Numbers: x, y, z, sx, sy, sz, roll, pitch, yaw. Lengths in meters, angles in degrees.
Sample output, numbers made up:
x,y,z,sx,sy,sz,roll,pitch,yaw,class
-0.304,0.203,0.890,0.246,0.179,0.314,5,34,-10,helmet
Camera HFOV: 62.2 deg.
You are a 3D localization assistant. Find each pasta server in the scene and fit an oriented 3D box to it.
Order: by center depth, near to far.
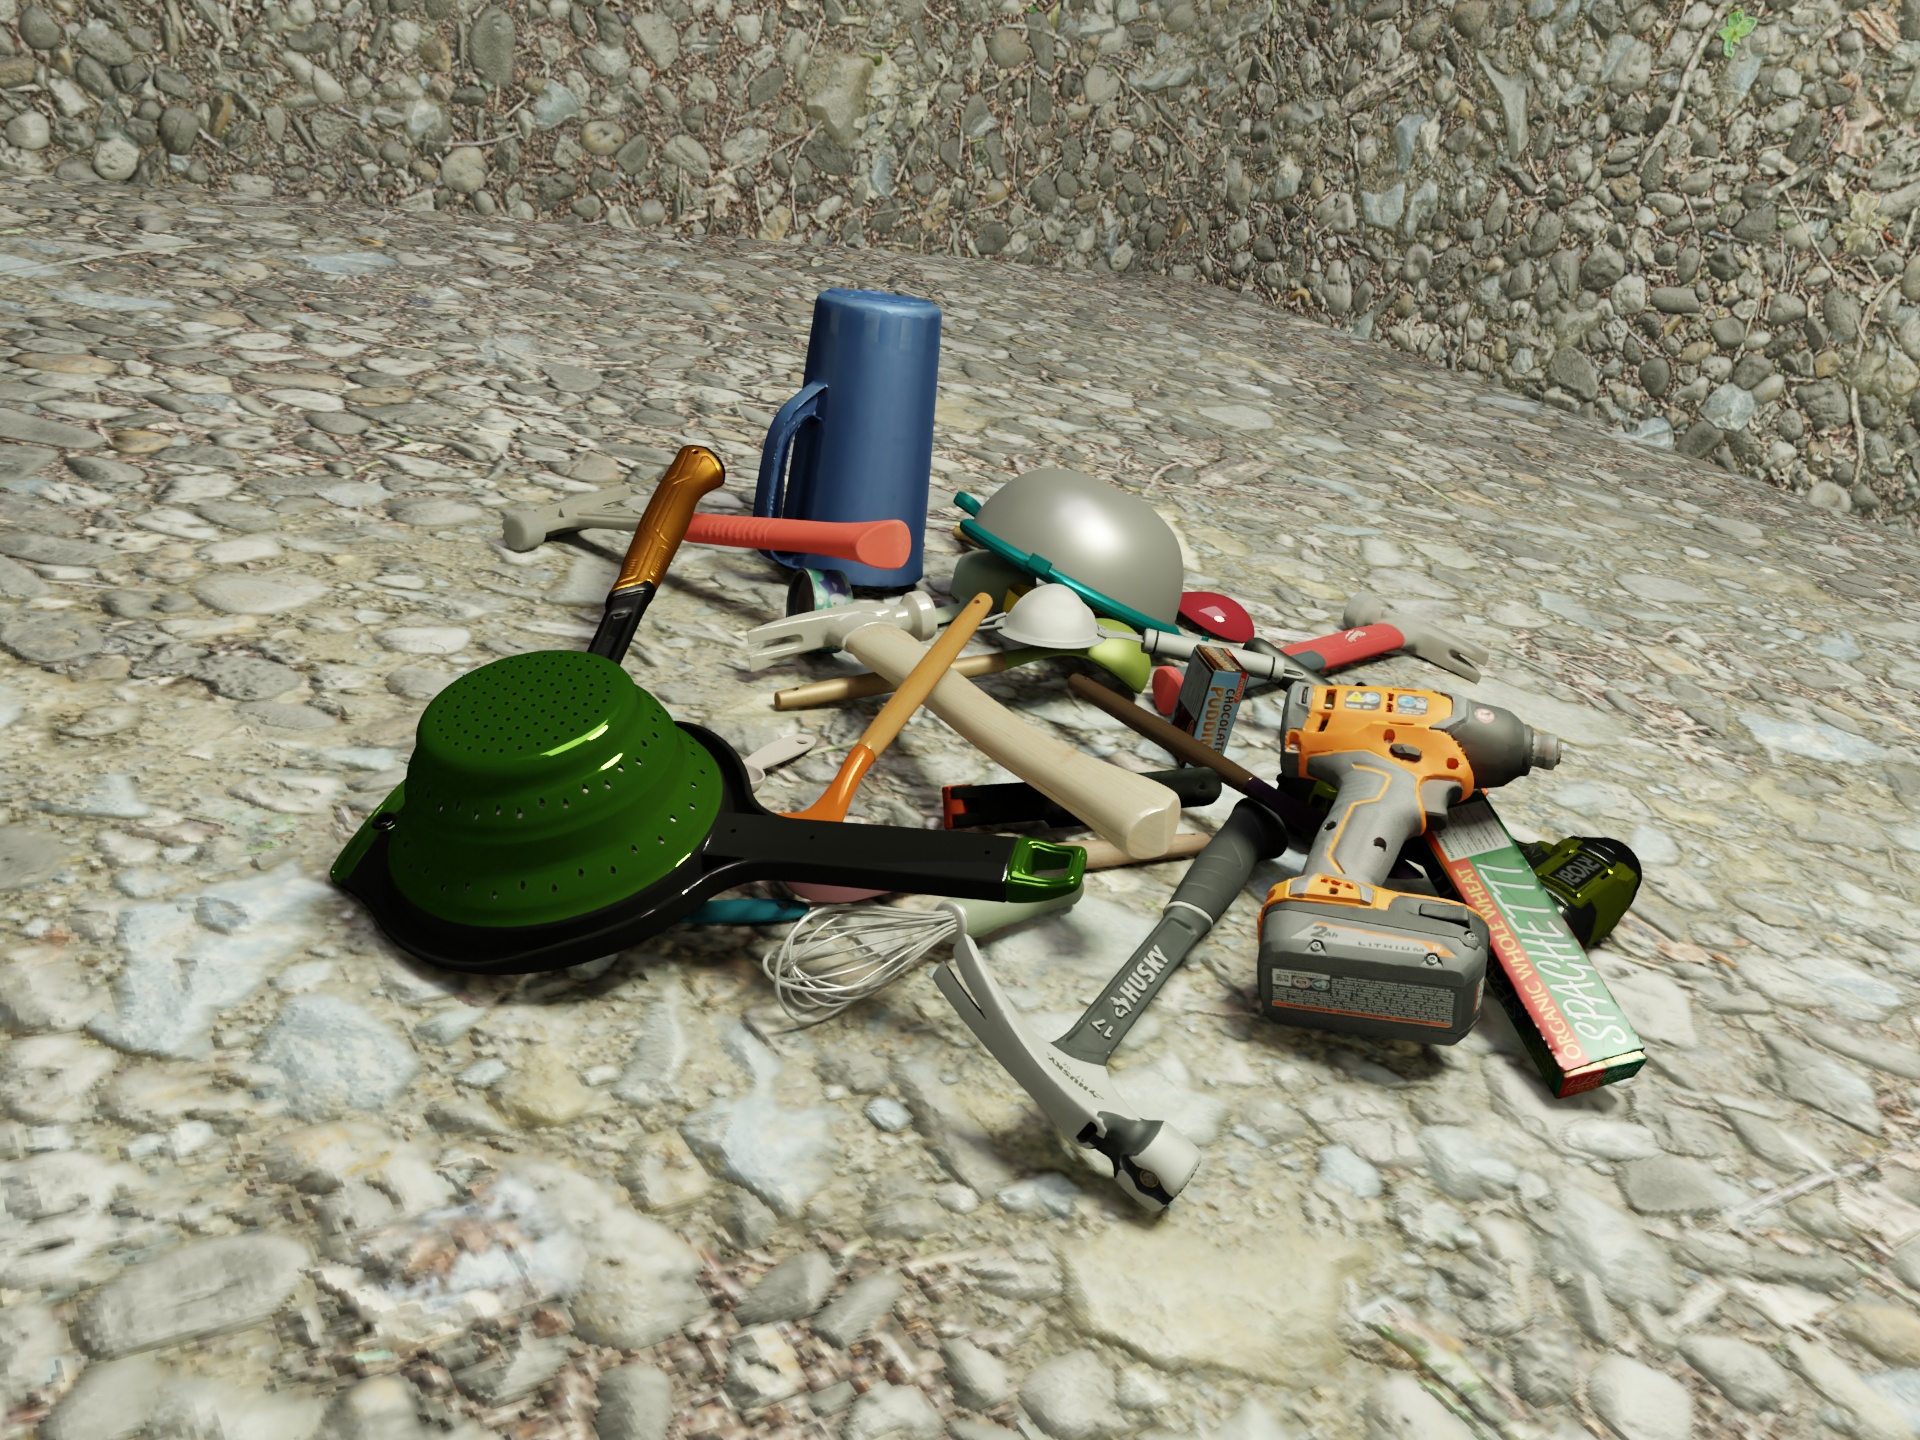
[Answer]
x,y,z,sx,sy,sz,roll,pitch,yaw,class
0.027,0.079,0.964,0.316,0.040,0.060,-2,13,-31,pasta server

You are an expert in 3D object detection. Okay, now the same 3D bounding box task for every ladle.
x,y,z,sx,sy,sz,roll,pitch,yaw,class
0.008,-0.030,1.207,0.320,0.062,0.078,-11,28,-28,ladle
0.131,-0.137,1.505,0.315,0.031,0.069,20,26,22,ladle

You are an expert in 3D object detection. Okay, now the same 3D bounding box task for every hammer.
x,y,z,sx,sy,sz,roll,pitch,yaw,class
0.117,0.116,0.891,0.149,0.036,0.409,40,26,9,hammer
-0.002,-0.003,1.026,0.146,0.038,0.411,-14,26,-24,hammer
-0.238,-0.103,1.139,0.127,0.034,0.337,11,41,0,hammer
-0.192,-0.156,1.285,0.359,0.036,0.149,8,21,31,hammer
0.306,-0.047,1.368,0.143,0.038,0.386,32,31,35,hammer

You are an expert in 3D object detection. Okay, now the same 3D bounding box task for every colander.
x,y,z,sx,sy,sz,roll,pitch,yaw,class
-0.135,0.033,0.801,0.397,0.094,0.205,4,36,14,colander

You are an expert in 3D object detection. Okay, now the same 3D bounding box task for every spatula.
x,y,z,sx,sy,sz,roll,pitch,yaw,class
-0.048,0.000,0.958,0.081,0.041,0.323,10,37,22,spatula
0.179,0.034,1.072,0.059,0.018,0.316,4,21,-42,spatula

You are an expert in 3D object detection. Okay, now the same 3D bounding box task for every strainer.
x,y,z,sx,sy,sz,roll,pitch,yaw,class
0.136,-0.064,1.202,0.258,0.050,0.087,13,23,0,strainer
0.086,-0.180,1.404,0.210,0.095,0.341,22,12,-32,strainer

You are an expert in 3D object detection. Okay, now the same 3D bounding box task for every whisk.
x,y,z,sx,sy,sz,roll,pitch,yaw,class
-0.011,0.113,0.866,0.058,0.059,0.246,9,12,40,whisk

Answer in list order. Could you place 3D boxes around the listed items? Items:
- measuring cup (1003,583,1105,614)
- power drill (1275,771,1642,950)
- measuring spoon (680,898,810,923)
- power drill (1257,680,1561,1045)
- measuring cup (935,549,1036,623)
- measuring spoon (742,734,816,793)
x,y,z,sx,sy,sz,roll,pitch,yaw,class
0.100,-0.090,1.399,0.156,0.029,0.062,5,23,-43,measuring cup
0.337,0.075,1.071,0.223,0.080,0.171,32,32,31,power drill
-0.144,0.096,0.865,0.128,0.021,0.042,1,26,-19,measuring spoon
0.258,0.069,0.913,0.164,0.084,0.227,4,46,17,power drill
0.009,-0.115,1.382,0.083,0.038,0.167,22,24,23,measuring cup
-0.125,0.030,1.039,0.034,0.018,0.124,19,18,16,measuring spoon
